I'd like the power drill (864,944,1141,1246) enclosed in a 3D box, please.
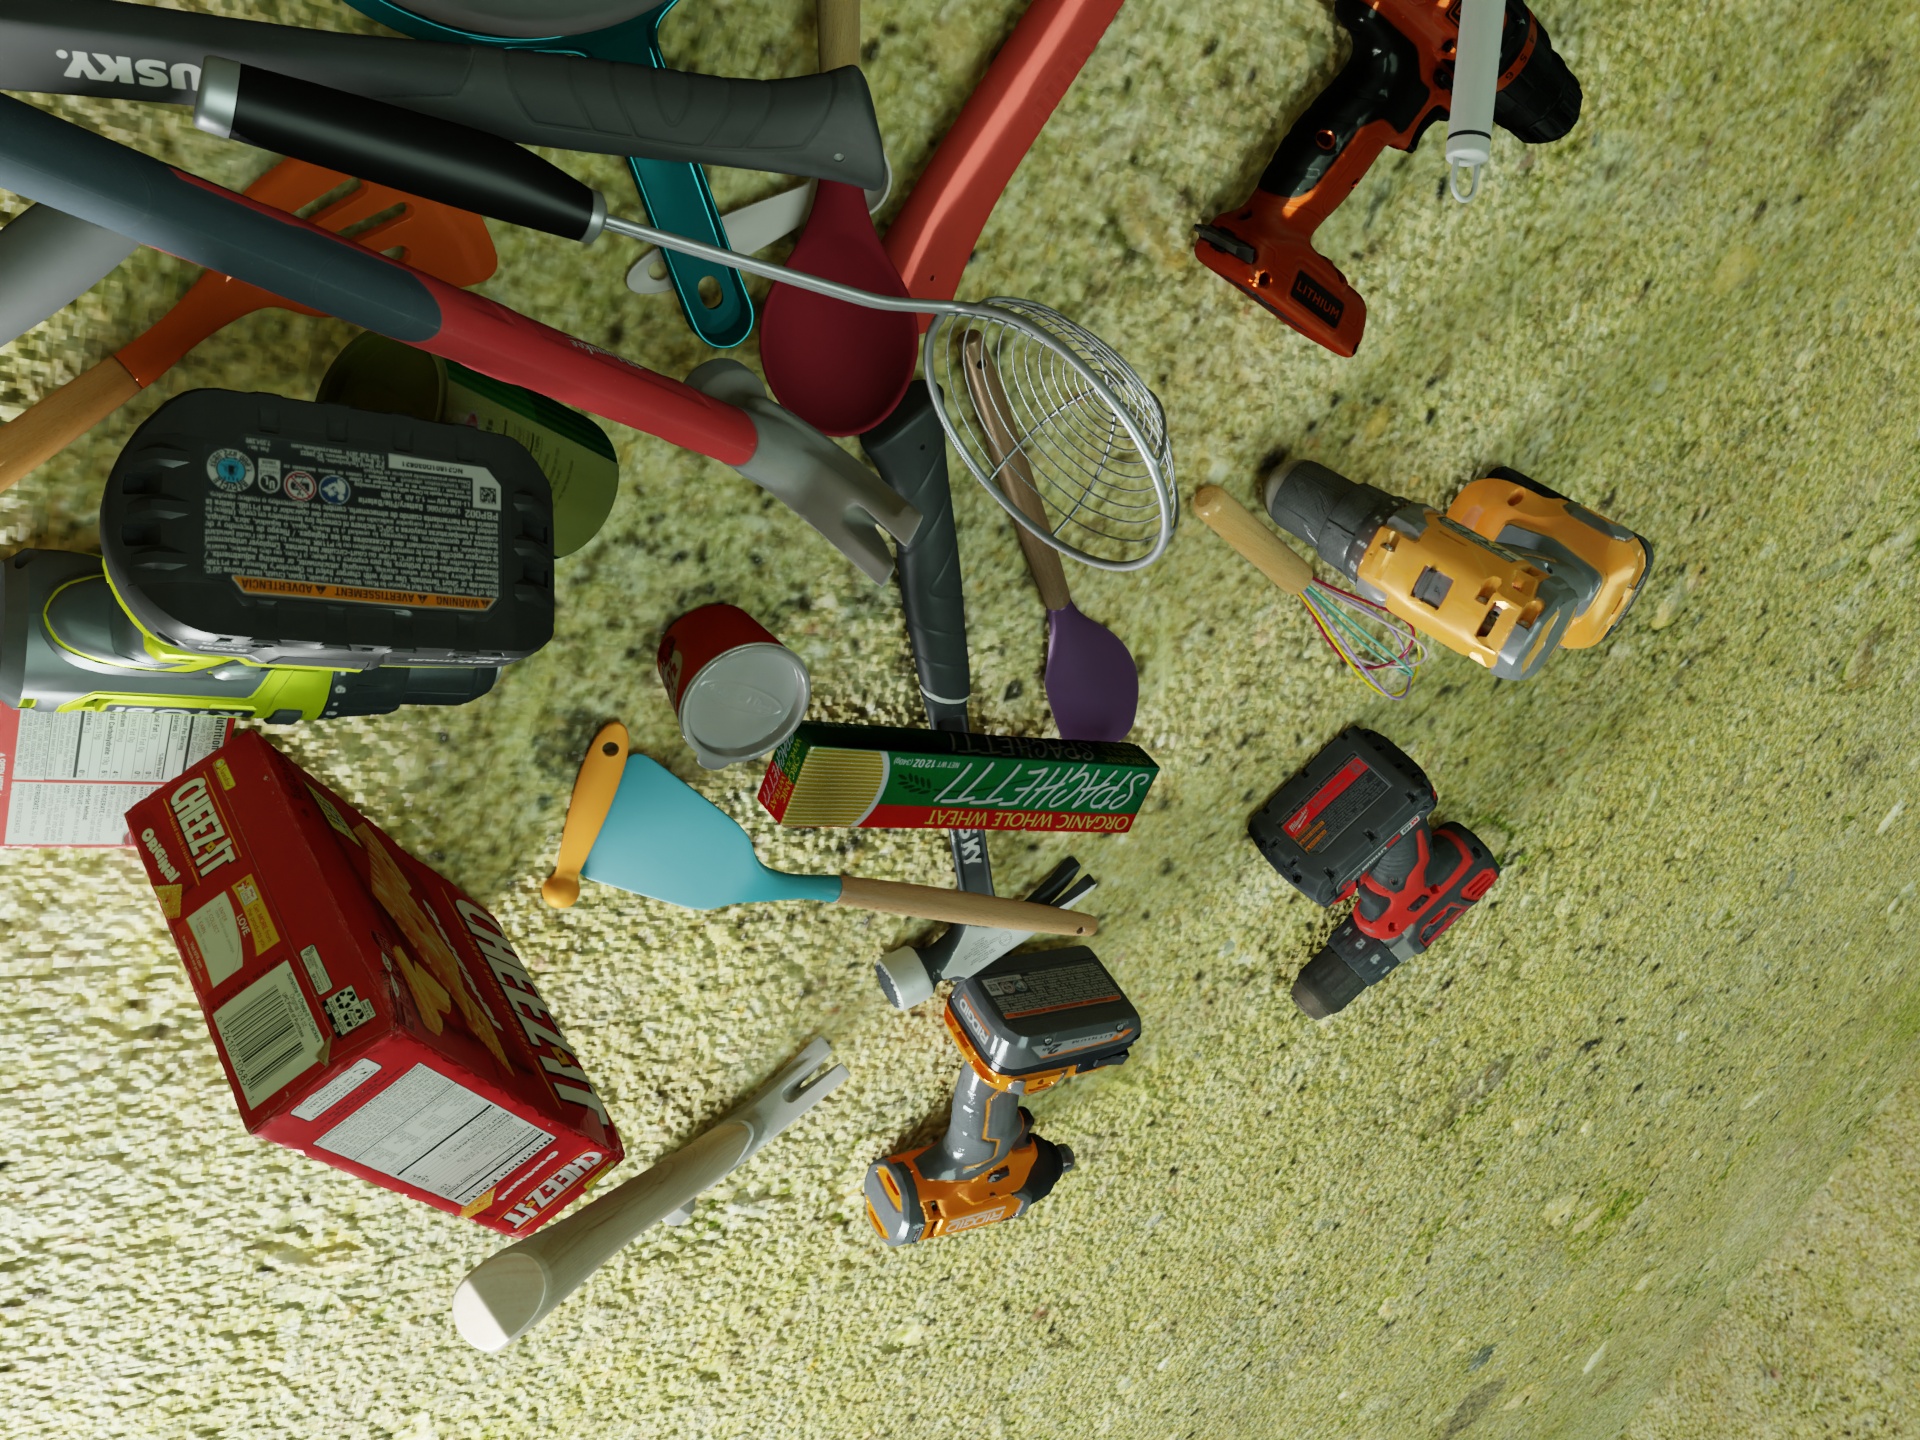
[{"bbox_3d":[0.038,0.262,1.094,0.164,0.084,0.226,-2,128,-34],"label":"power drill"}]

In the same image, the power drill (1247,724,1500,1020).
[{"bbox_3d":[0.290,0.122,1.160,0.188,0.080,0.226,-44,139,3],"label":"power drill"}]

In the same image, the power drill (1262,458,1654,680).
[{"bbox_3d":[0.296,-0.102,0.943,0.226,0.185,0.084,-14,133,-51],"label":"power drill"}]

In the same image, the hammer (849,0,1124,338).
[{"bbox_3d":[0.054,-0.325,0.671,0.149,0.037,0.359,23,108,-43],"label":"hammer"}]

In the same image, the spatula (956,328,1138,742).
[{"bbox_3d":[0.049,-0.084,0.870,0.060,0.018,0.315,-34,137,-9],"label":"spatula"}]

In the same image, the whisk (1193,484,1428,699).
[{"bbox_3d":[0.219,-0.080,0.975,0.047,0.051,0.244,-46,131,15],"label":"whisk"}]

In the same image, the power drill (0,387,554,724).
[{"bbox_3d":[-0.236,-0.042,0.585,0.190,0.228,0.080,3,80,-36],"label":"power drill"}]

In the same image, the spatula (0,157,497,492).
[{"bbox_3d":[-0.312,-0.106,0.561,0.322,0.041,0.080,-44,141,-18],"label":"spatula"}]

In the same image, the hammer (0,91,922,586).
[{"bbox_3d":[-0.176,-0.129,0.504,0.386,0.143,0.038,14,112,-49],"label":"hammer"}]

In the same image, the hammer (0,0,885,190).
[{"bbox_3d":[-0.184,-0.204,0.522,0.334,0.035,0.146,-1,150,-20],"label":"hammer"}]

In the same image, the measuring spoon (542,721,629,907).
[{"bbox_3d":[-0.191,0.051,0.812,0.021,0.011,0.117,14,117,-21],"label":"measuring spoon"}]

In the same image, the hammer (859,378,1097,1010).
[{"bbox_3d":[-0.001,-0.003,0.888,0.149,0.036,0.408,-24,134,-18],"label":"hammer"}]

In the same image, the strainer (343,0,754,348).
[{"bbox_3d":[-0.122,-0.267,0.548,0.211,0.095,0.340,-29,132,-12],"label":"strainer"}]

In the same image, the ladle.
[{"bbox_3d":[-0.050,-0.269,0.633,0.069,0.031,0.315,0,119,-3],"label":"ladle"}]

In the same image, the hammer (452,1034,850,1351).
[{"bbox_3d":[-0.148,0.235,0.809,0.146,0.038,0.410,-40,172,-1],"label":"hammer"}]

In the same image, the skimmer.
[{"bbox_3d":[-0.077,-0.132,0.564,0.363,0.127,0.090,10,90,-30],"label":"skimmer"}]

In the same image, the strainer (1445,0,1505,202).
[{"bbox_3d":[0.235,-0.359,0.709,0.086,0.050,0.258,7,88,-31],"label":"strainer"}]

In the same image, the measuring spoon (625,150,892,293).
[{"bbox_3d":[-0.088,-0.214,0.680,0.124,0.018,0.034,-27,127,-5],"label":"measuring spoon"}]

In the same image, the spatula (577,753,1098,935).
[{"bbox_3d":[-0.051,0.089,0.891,0.317,0.044,0.082,13,118,-33],"label":"spatula"}]

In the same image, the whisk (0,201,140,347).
[{"bbox_3d":[-0.352,-0.113,0.518,0.239,0.055,0.055,-31,137,10],"label":"whisk"}]
